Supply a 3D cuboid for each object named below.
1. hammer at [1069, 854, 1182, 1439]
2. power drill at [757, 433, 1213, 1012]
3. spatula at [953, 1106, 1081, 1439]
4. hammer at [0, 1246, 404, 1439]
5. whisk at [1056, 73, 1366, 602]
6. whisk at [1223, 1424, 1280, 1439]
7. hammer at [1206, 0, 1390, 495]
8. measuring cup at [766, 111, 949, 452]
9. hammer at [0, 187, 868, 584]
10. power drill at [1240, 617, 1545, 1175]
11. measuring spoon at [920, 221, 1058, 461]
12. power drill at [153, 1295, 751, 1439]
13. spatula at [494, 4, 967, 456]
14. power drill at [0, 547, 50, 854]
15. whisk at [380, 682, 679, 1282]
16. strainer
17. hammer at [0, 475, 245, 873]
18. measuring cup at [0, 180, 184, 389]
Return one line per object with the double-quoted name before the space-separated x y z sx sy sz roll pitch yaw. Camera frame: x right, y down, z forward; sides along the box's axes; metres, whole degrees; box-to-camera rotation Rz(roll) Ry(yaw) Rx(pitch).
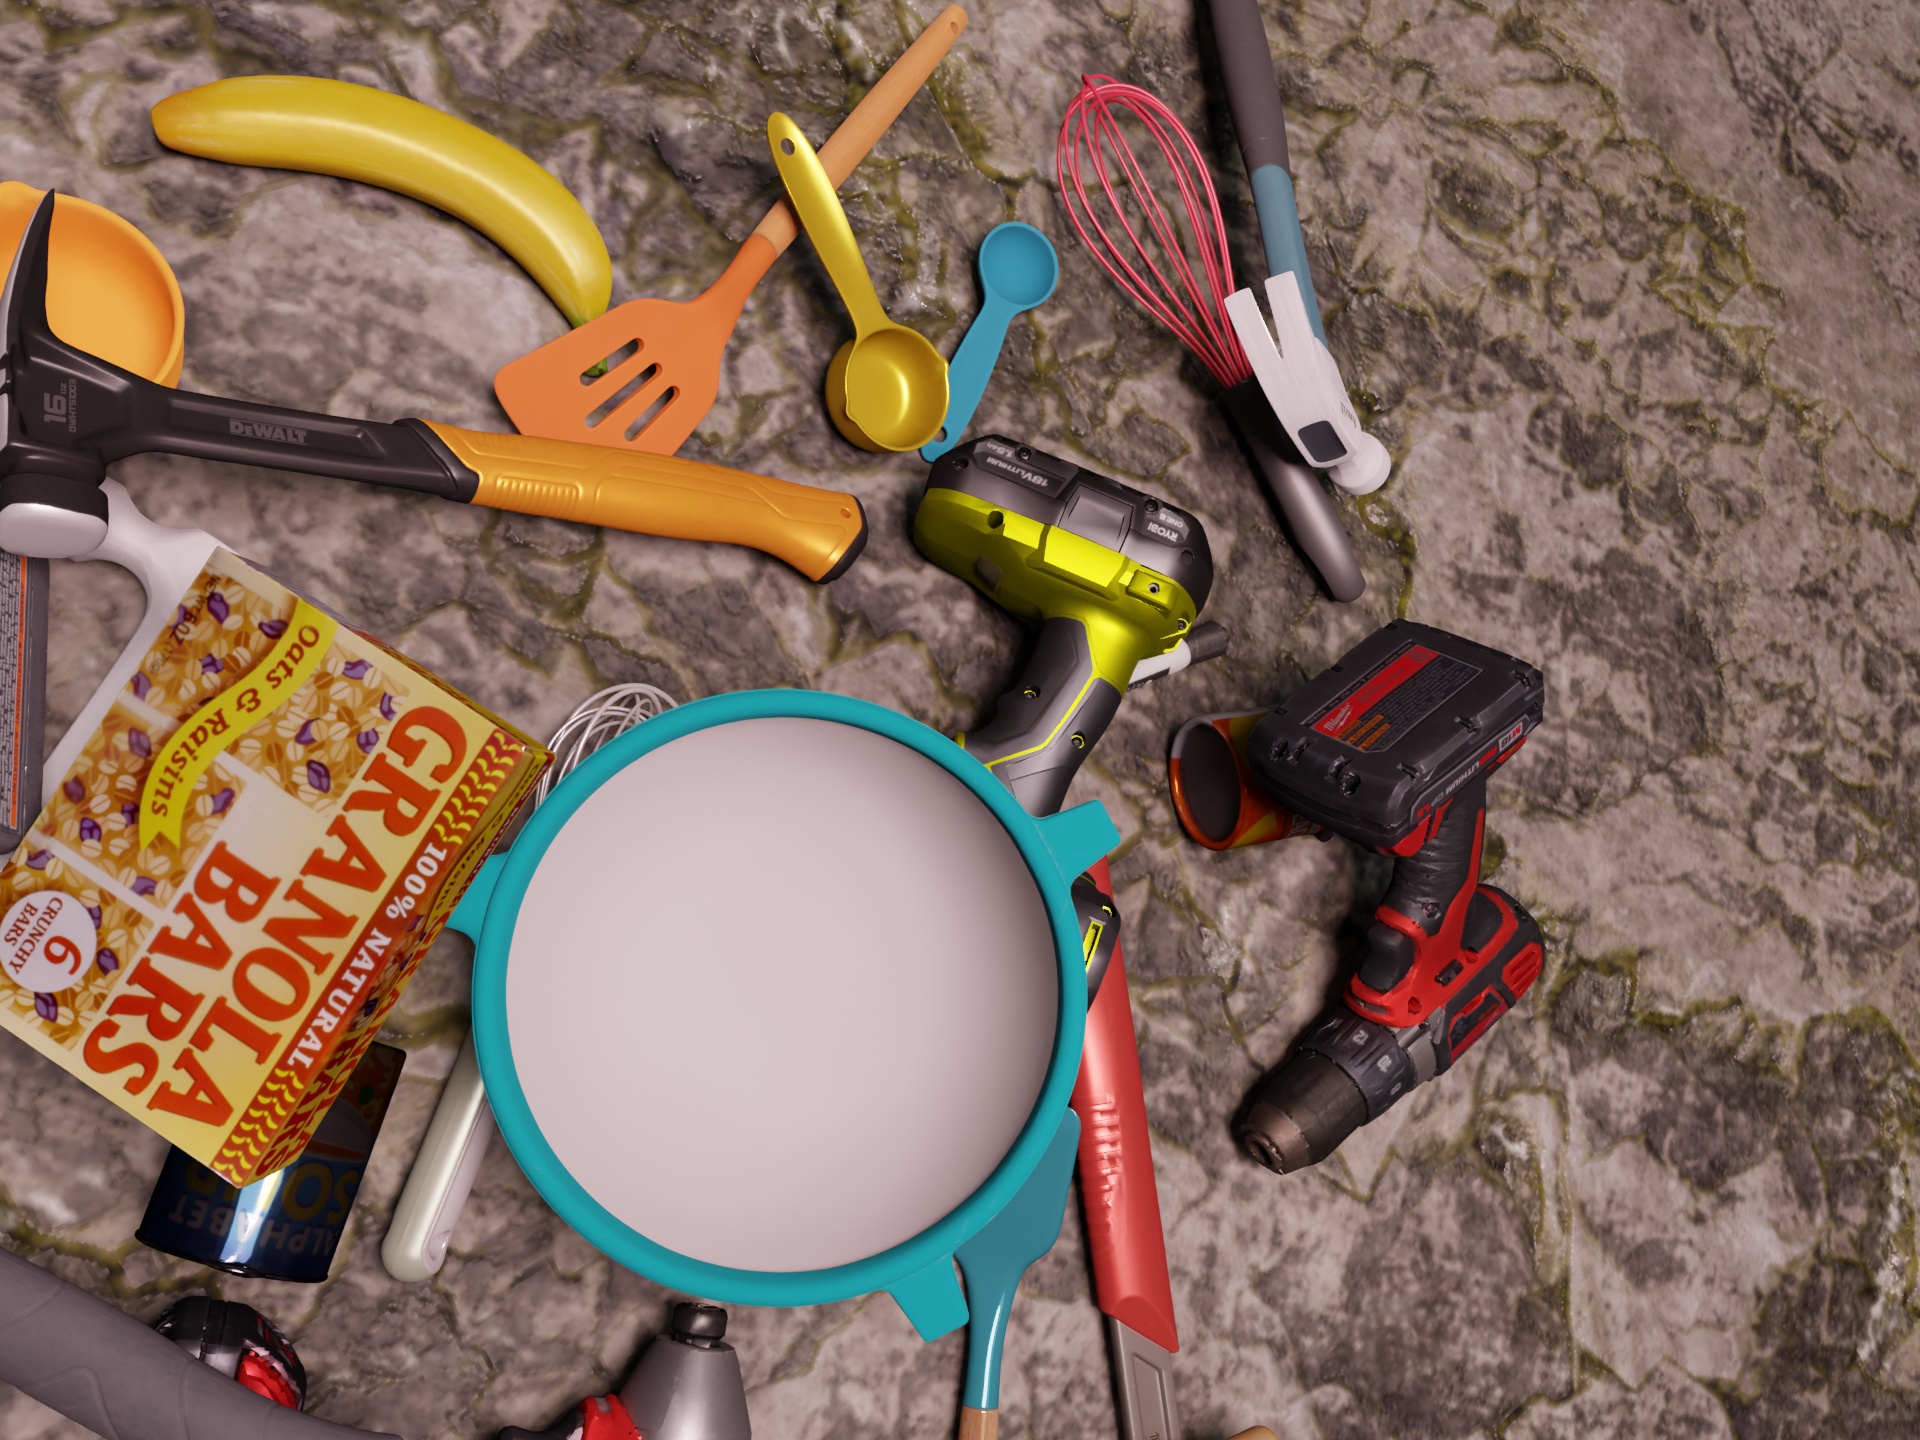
"hammer" 0.084 0.236 0.720 0.149 0.037 0.359 -5 84 -25
"power drill" -0.001 -0.002 0.689 0.190 0.080 0.229 23 72 0
"spatula" 0.002 0.316 0.665 0.082 0.044 0.317 3 81 12
"hammer" -0.341 0.142 0.459 0.408 0.036 0.149 36 96 -12
"whisk" 0.131 -0.188 0.801 0.073 0.073 0.295 -35 102 -25
"whisk" 0.037 0.338 0.634 0.245 0.047 0.051 -9 73 -31
"hammer" 0.154 -0.282 0.802 0.128 0.033 0.331 23 55 -56
"measuring cup" -0.055 -0.194 0.716 0.062 0.029 0.156 -34 108 -30
"hammer" -0.181 -0.103 0.616 0.336 0.034 0.127 5 63 -38
"power drill" 0.191 0.089 0.729 0.188 0.080 0.226 -34 130 -24
"measuring spoon" 0.007 -0.181 0.769 0.042 0.021 0.129 28 80 -20
"power drill" -0.183 0.274 0.570 0.219 0.078 0.143 16 76 -21
"spatula" -0.084 -0.229 0.723 0.080 0.041 0.323 53 56 -35
"power drill" -0.420 -0.033 0.498 0.226 0.084 0.185 -4 78 -7
"whisk" -0.169 0.098 0.626 0.059 0.057 0.246 16 77 15
"strainer" -0.123 0.076 0.587 0.340 0.095 0.211 18 88 1
"hammer" -0.359 0.110 0.543 0.144 0.035 0.406 32 70 -16
"measuring cup" -0.371 -0.131 0.569 0.173 0.052 0.095 -17 89 -24
